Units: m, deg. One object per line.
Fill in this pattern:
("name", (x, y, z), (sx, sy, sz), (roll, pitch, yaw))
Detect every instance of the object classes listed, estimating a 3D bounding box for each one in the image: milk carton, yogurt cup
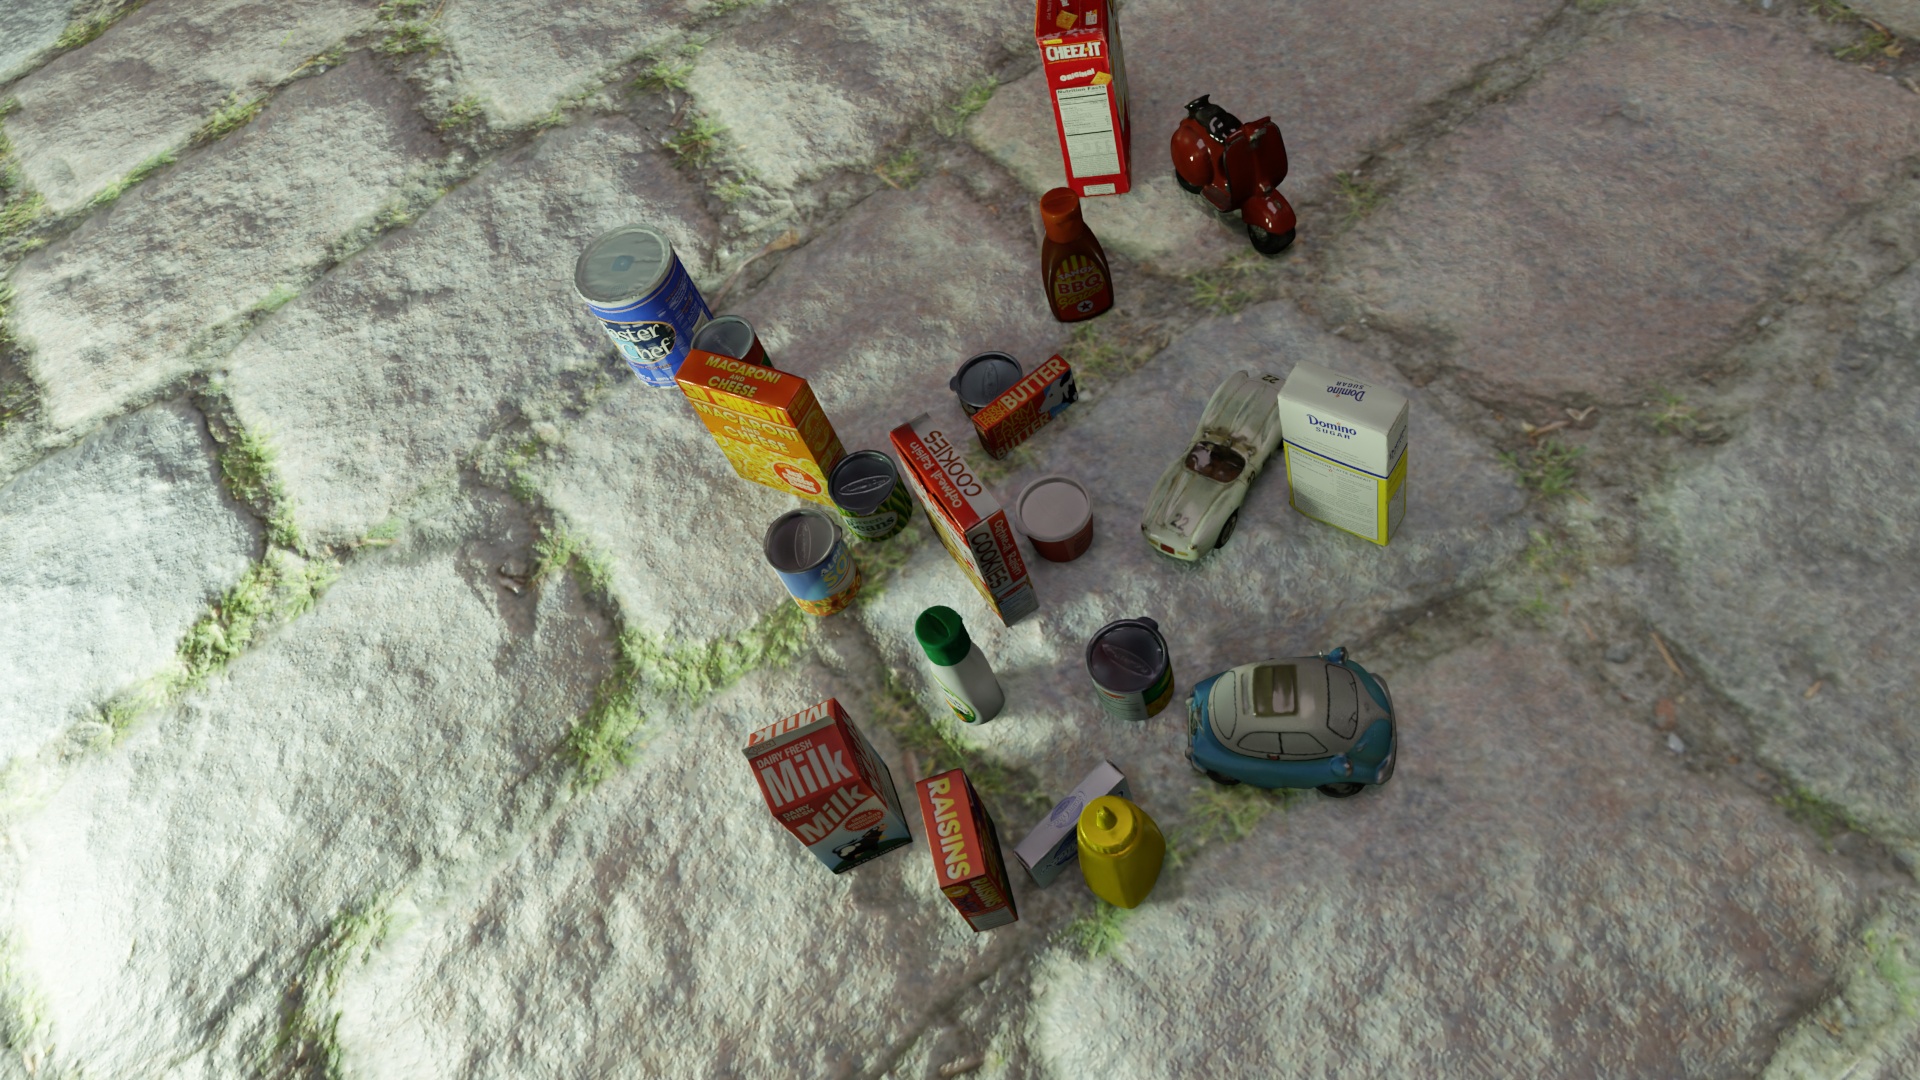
("milk carton", (-0.103, 0.184, 1.065), (0.072, 0.189, 0.074), (-23, 57, 1))
("yogurt cup", (0.086, -0.017, 1.220), (0.072, 0.053, 0.073), (-7, 58, 11))

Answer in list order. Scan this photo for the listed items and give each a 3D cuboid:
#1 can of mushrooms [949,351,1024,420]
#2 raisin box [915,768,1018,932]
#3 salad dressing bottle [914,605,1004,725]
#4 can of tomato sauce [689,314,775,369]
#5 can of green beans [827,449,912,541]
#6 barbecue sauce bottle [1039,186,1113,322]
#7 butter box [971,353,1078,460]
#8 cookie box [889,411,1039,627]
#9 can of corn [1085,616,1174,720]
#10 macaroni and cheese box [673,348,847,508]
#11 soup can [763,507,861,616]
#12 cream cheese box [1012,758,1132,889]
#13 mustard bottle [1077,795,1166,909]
("can of mushrooms", (0.027, -0.145, 1.325), (0.071, 0.033, 0.071), (-7, 58, 11))
("raisin box", (0.006, 0.235, 1.046), (0.040, 0.123, 0.086), (-17, 57, 4))
("salad dressing bottle", (-0.002, 0.100, 1.116), (0.044, 0.147, 0.064), (-40, 58, -10))
("can of tomato sauce", (-0.223, -0.170, 1.376), (0.071, 0.082, 0.071), (-7, 58, 11))
("can of green beans", (-0.082, -0.040, 1.276), (0.071, 0.057, 0.071), (-7, 58, 11))
("barbecue sauce bottle", (0.105, -0.270, 1.312), (0.065, 0.148, 0.044), (-16, 57, 5))
("butter box", (0.061, -0.124, 1.292), (0.104, 0.053, 0.024), (-37, 58, -9))
("cookie box", (0.004, -0.015, 1.172), (0.040, 0.166, 0.123), (-33, 57, -6))
("can of corn", (0.140, 0.104, 1.130), (0.071, 0.058, 0.071), (-7, 58, 11))
("macaroni and cheese box", (-0.174, -0.101, 1.271), (0.124, 0.165, 0.040), (17, 66, 23))
("soup can", (-0.128, 0.020, 1.235), (0.071, 0.083, 0.071), (-7, 58, 11))
("cream cheese box", (0.088, 0.220, 1.076), (0.104, 0.053, 0.024), (-42, 59, -12))
("mustard bottle", (0.113, 0.218, 1.006), (0.049, 0.159, 0.065), (22, 68, 25))
